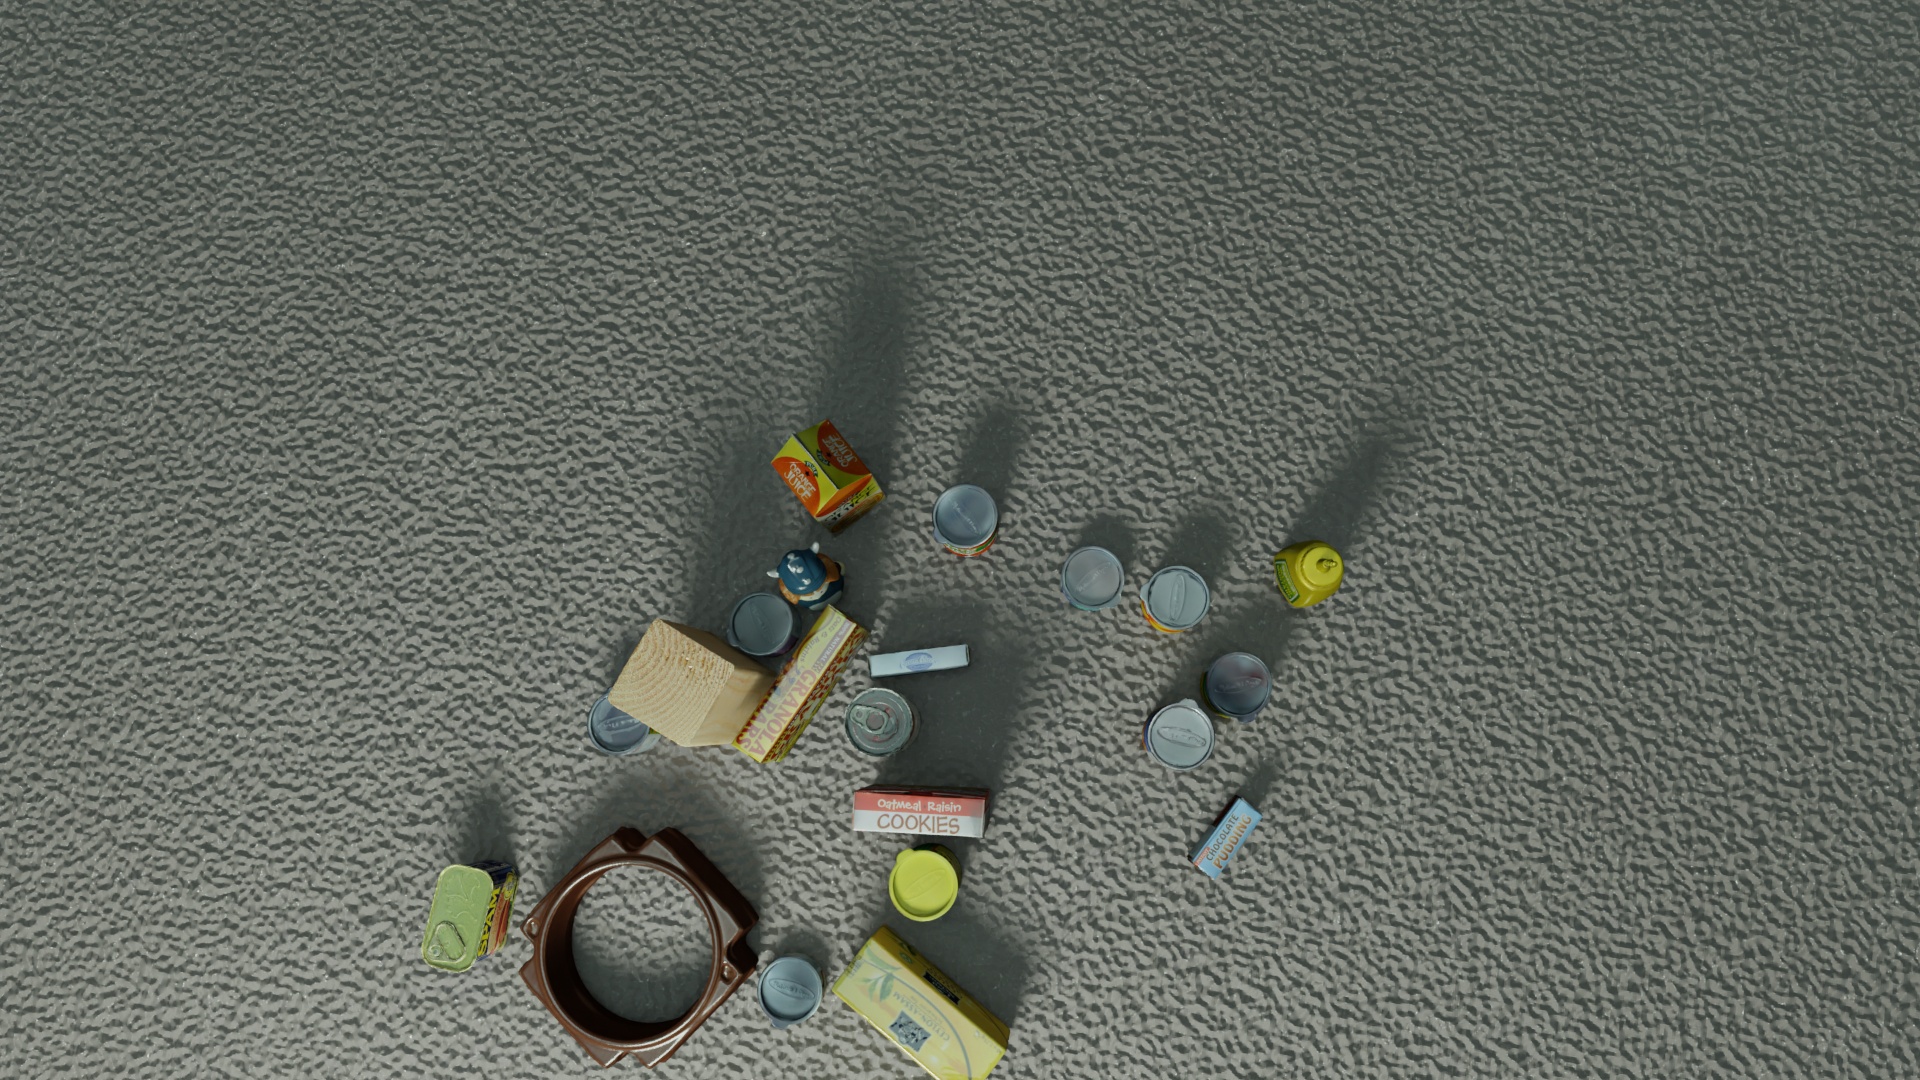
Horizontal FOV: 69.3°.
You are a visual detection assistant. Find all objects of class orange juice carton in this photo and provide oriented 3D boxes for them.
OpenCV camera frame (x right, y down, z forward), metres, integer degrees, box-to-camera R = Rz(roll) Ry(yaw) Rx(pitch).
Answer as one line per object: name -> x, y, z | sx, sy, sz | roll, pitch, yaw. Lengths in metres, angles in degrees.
orange juice carton -> -0.132, -0.063, 1.397 | 0.073, 0.192, 0.072 | -38, 82, -2

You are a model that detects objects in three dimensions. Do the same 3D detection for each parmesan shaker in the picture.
parmesan shaker -> -0.034, 0.335, 1.381 | 0.071, 0.103, 0.071 | 0, 82, 3

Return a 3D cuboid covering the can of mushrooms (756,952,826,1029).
can of mushrooms -> -0.171, 0.455, 1.406 | 0.071, 0.033, 0.071 | 0, 82, 3

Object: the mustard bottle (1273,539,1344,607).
mustard bottle -> 0.348, 0.029, 1.376 | 0.049, 0.160, 0.065 | -21, 82, 0

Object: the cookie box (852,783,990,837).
cookie box -> -0.034, 0.261, 1.359 | 0.123, 0.167, 0.040 | 2, 83, 3

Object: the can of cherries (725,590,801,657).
can of cherries -> -0.205, 0.089, 1.447 | 0.071, 0.058, 0.071 | 0, 82, 3

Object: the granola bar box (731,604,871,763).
granola bar box -> -0.157, 0.147, 1.403 | 0.039, 0.124, 0.165 | 34, 85, 7

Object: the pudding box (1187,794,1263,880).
pudding box -> 0.266, 0.298, 1.398 | 0.030, 0.049, 0.084 | 38, 86, 7

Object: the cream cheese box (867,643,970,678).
cream cheese box -> -0.042, 0.125, 1.436 | 0.104, 0.053, 0.024 | -7, 82, 2

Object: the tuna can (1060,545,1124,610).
tuna can -> 0.139, 0.042, 1.449 | 0.071, 0.033, 0.071 | 0, 82, 3

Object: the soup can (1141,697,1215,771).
soup can -> 0.219, 0.195, 1.398 | 0.071, 0.083, 0.071 | 0, 82, 3

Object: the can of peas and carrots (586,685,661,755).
can of peas and carrots -> -0.347, 0.186, 1.440 | 0.071, 0.058, 0.071 | 0, 82, 3

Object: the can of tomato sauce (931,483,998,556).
can of tomato sauce -> 0.005, -0.018, 1.439 | 0.071, 0.083, 0.071 | 0, 82, 3

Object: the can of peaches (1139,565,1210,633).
can of peaches -> 0.218, 0.061, 1.430 | 0.071, 0.058, 0.071 | 0, 82, 3

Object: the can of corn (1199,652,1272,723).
can of corn -> 0.280, 0.151, 1.414 | 0.071, 0.058, 0.071 | 0, 82, 3
